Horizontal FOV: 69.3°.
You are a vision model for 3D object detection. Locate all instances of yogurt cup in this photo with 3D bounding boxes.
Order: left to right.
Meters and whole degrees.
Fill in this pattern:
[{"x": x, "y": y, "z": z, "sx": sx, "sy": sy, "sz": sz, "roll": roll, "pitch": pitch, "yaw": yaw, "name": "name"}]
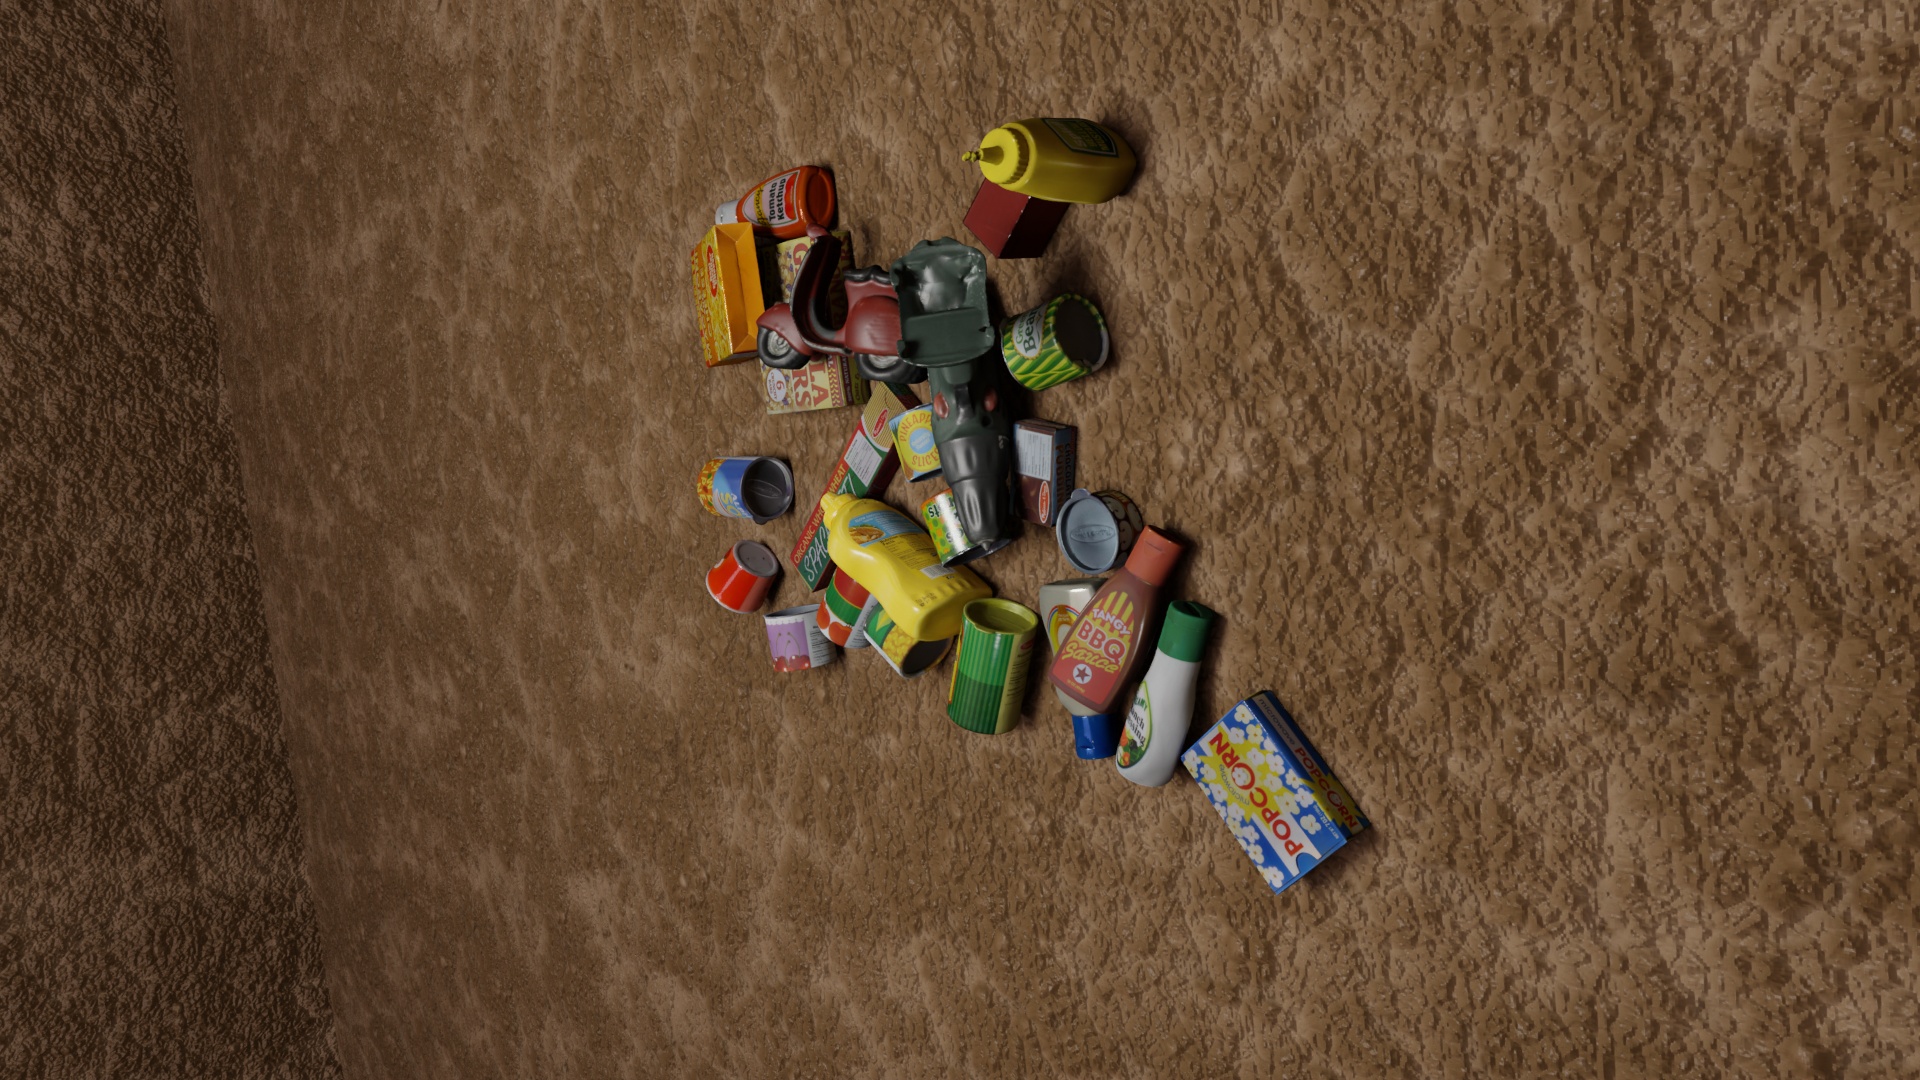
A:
[{"x": -0.229, "y": 0.036, "z": 1.480, "sx": 0.072, "sy": 0.072, "sz": 0.053, "roll": 53, "pitch": 124, "yaw": 24, "name": "yogurt cup"}]

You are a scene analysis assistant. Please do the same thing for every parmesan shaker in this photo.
[{"x": 0.026, "y": 0.112, "z": 1.221, "sx": 0.071, "sy": 0.071, "sz": 0.102, "roll": 29, "pitch": 119, "yaw": 39, "name": "parmesan shaker"}]

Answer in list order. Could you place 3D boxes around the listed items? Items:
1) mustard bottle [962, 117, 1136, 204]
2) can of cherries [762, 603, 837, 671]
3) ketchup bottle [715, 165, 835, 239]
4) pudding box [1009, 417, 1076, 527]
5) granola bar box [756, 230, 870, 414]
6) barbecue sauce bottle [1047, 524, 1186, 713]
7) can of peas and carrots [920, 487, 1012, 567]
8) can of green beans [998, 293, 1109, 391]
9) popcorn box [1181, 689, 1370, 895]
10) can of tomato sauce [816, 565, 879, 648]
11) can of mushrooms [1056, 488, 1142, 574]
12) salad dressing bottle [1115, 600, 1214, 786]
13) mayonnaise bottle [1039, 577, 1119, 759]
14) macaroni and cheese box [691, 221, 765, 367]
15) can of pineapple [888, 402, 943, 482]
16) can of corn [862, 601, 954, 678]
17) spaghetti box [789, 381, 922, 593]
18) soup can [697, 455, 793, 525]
[{"x": 0.062, "y": -0.282, "z": 1.026, "sx": 0.065, "sy": 0.161, "sz": 0.048, "roll": 51, "pitch": 130, "yaw": 23, "name": "mustard bottle"}, {"x": -0.165, "y": 0.100, "z": 1.423, "sx": 0.071, "sy": 0.072, "sz": 0.058, "roll": -5, "pitch": 97, "yaw": 47, "name": "can of cherries"}, {"x": -0.184, "y": -0.324, "z": 1.360, "sx": 0.148, "sy": 0.043, "sz": 0.064, "roll": 2, "pitch": 89, "yaw": 47, "name": "ketchup bottle"}, {"x": 0.068, "y": -0.058, "z": 1.168, "sx": 0.050, "sy": 0.030, "sz": 0.083, "roll": 16, "pitch": 111, "yaw": 42, "name": "pudding box"}, {"x": -0.150, "y": -0.209, "z": 1.355, "sx": 0.124, "sy": 0.039, "sz": 0.165, "roll": -1, "pitch": 99, "yaw": 46, "name": "granola bar box"}, {"x": 0.128, "y": 0.060, "z": 1.097, "sx": 0.065, "sy": 0.044, "sz": 0.148, "roll": 33, "pitch": 104, "yaw": 26, "name": "barbecue sauce bottle"}, {"x": 0.004, "y": -0.015, "z": 1.215, "sx": 0.070, "sy": 0.071, "sz": 0.059, "roll": -32, "pitch": 76, "yaw": 46, "name": "can of peas and carrots"}, {"x": 0.076, "y": -0.158, "z": 1.109, "sx": 0.057, "sy": 0.071, "sz": 0.071, "roll": -16, "pitch": 87, "yaw": 47, "name": "can of green beans"}, {"x": 0.234, "y": 0.188, "z": 1.045, "sx": 0.127, "sy": 0.038, "sz": 0.084, "roll": 56, "pitch": 132, "yaw": 22, "name": "popcorn box"}, {"x": -0.097, "y": 0.052, "z": 1.341, "sx": 0.071, "sy": 0.071, "sz": 0.082, "roll": 48, "pitch": 131, "yaw": 27, "name": "can of tomato sauce"}, {"x": 0.113, "y": -0.010, "z": 1.129, "sx": 0.071, "sy": 0.033, "sz": 0.071, "roll": 14, "pitch": 110, "yaw": 45, "name": "can of mushrooms"}, {"x": 0.163, "y": 0.120, "z": 1.095, "sx": 0.064, "sy": 0.044, "sz": 0.147, "roll": -115, "pitch": 37, "yaw": -68, "name": "salad dressing bottle"}, {"x": 0.105, "y": 0.107, "z": 1.159, "sx": 0.064, "sy": 0.041, "sz": 0.148, "roll": -5, "pitch": 95, "yaw": 42, "name": "mayonnaise bottle"}, {"x": -0.233, "y": -0.241, "z": 1.386, "sx": 0.166, "sy": 0.040, "sz": 0.123, "roll": -174, "pitch": 76, "yaw": -71, "name": "macaroni and cheese box"}, {"x": -0.025, "y": -0.088, "z": 1.230, "sx": 0.071, "sy": 0.071, "sz": 0.058, "roll": -22, "pitch": 84, "yaw": 47, "name": "can of pineapple"}, {"x": -0.047, "y": 0.085, "z": 1.297, "sx": 0.058, "sy": 0.071, "sz": 0.070, "roll": 44, "pitch": 128, "yaw": 29, "name": "can of corn"}, {"x": -0.103, "y": -0.050, "z": 1.351, "sx": 0.050, "sy": 0.029, "sz": 0.248, "roll": 52, "pitch": 131, "yaw": 25, "name": "spaghetti box"}, {"x": -0.226, "y": -0.053, "z": 1.450, "sx": 0.083, "sy": 0.071, "sz": 0.071, "roll": 4, "pitch": 102, "yaw": 46, "name": "soup can"}]
